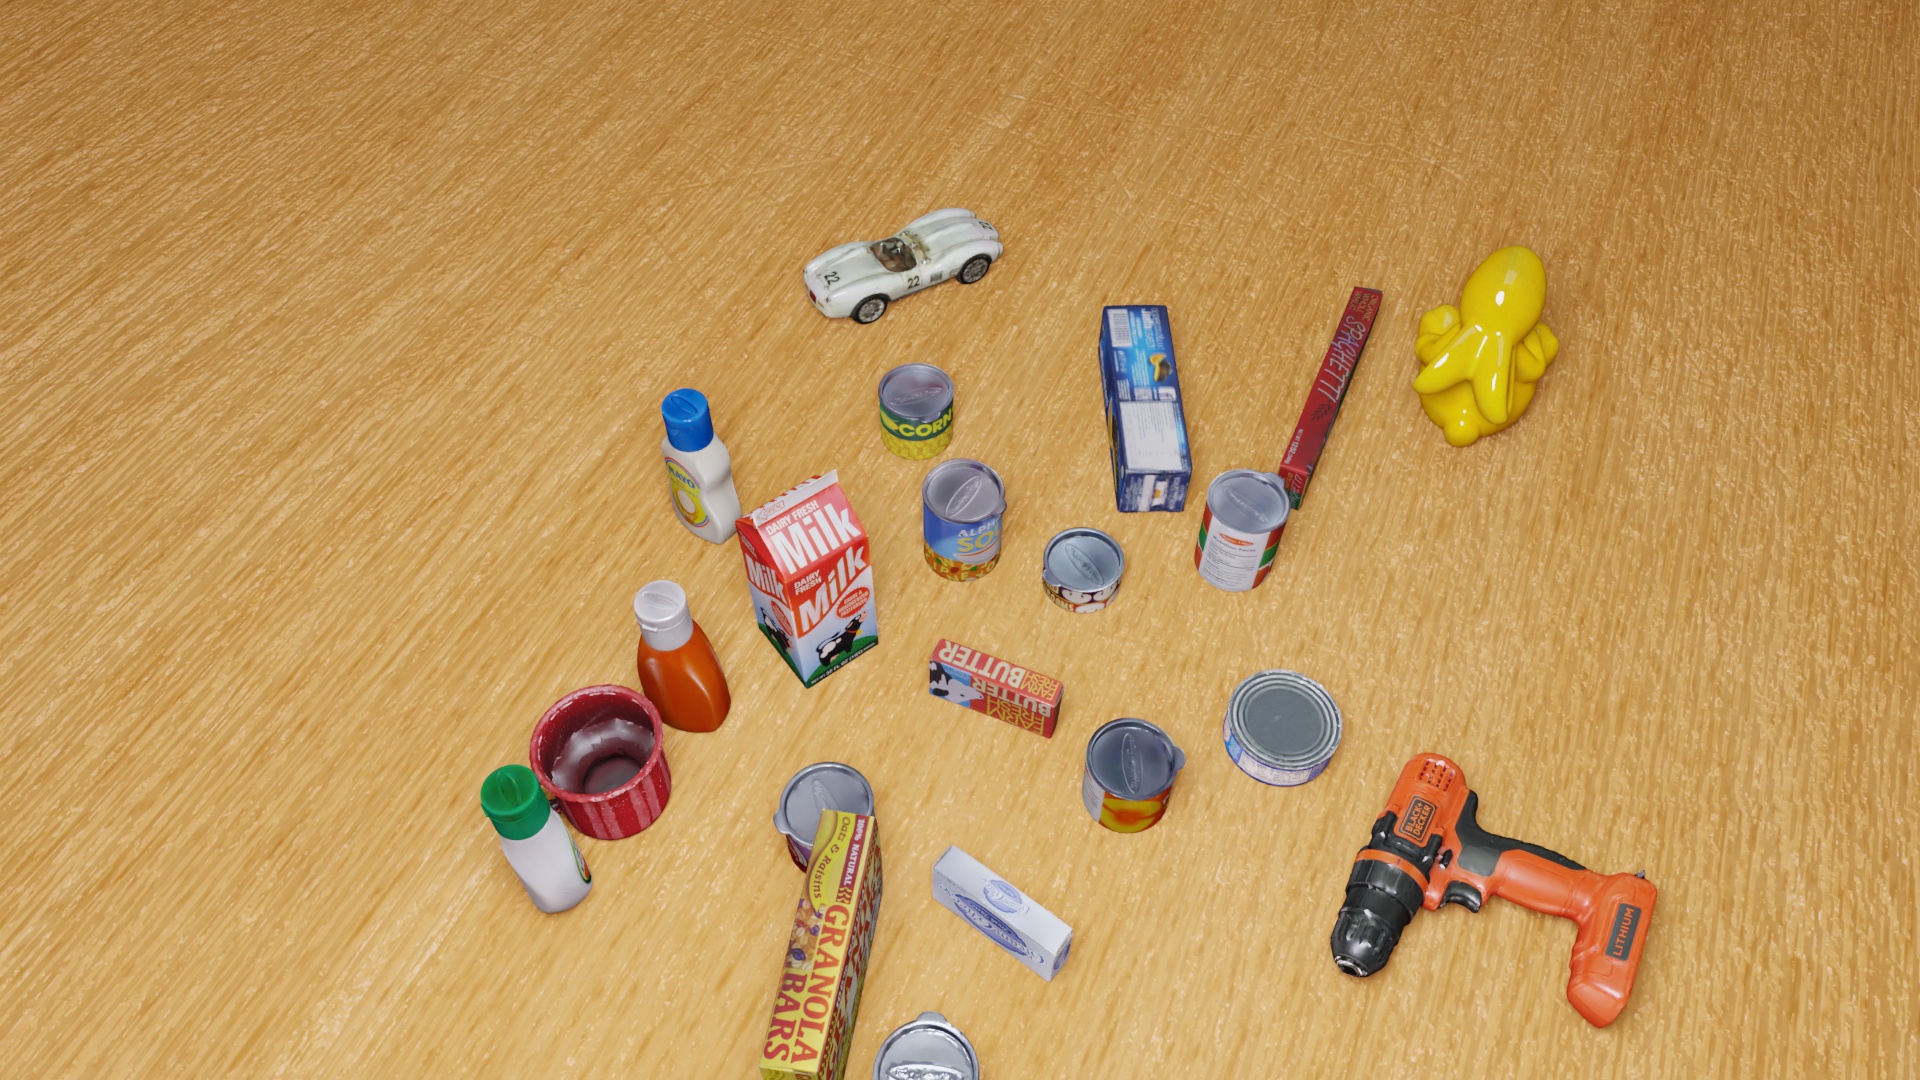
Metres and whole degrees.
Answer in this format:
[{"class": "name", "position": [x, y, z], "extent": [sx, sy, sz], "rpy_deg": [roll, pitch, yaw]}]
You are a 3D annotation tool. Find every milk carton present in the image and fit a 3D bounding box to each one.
[{"class": "milk carton", "position": [-0.115, 0.022, 1.042], "extent": [0.072, 0.189, 0.073], "rpy_deg": [-31, 59, -21]}]

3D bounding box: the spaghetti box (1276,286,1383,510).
[{"class": "spaghetti box", "position": [0.332, -0.134, 1.252], "extent": [0.029, 0.050, 0.251], "rpy_deg": [20, 55, 14]}]

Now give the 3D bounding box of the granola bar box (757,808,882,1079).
[{"class": "granola bar box", "position": [-0.085, 0.275, 0.893], "extent": [0.039, 0.123, 0.166], "rpy_deg": [8, 53, 5]}]

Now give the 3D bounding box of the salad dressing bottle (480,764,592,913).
[{"class": "salad dressing bottle", "position": [-0.285, 0.201, 0.933], "extent": [0.044, 0.146, 0.064], "rpy_deg": [-27, 58, -19]}]

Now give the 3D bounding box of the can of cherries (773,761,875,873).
[{"class": "can of cherries", "position": [-0.096, 0.201, 0.990], "extent": [0.071, 0.058, 0.072], "rpy_deg": [0, 53, 0]}]

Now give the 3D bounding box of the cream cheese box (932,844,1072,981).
[{"class": "cream cheese box", "position": [0.028, 0.256, 0.953], "extent": [0.104, 0.053, 0.024], "rpy_deg": [31, 59, 21]}]

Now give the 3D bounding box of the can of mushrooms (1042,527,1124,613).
[{"class": "can of mushrooms", "position": [0.098, 0.025, 1.140], "extent": [0.071, 0.033, 0.071], "rpy_deg": [0, 53, 0]}]

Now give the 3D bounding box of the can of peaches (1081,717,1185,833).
[{"class": "can of peaches", "position": [0.125, 0.172, 1.014], "extent": [0.071, 0.057, 0.071], "rpy_deg": [0, 53, 0]}]

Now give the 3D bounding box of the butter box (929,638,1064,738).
[{"class": "butter box", "position": [0.027, 0.113, 1.061], "extent": [0.103, 0.052, 0.024], "rpy_deg": [19, 55, 13]}]

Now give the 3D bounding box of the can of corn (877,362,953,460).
[{"class": "can of corn", "position": [-0.038, -0.111, 1.226], "extent": [0.071, 0.058, 0.071], "rpy_deg": [0, 53, 0]}]

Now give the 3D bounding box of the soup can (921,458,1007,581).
[{"class": "soup can", "position": [0.004, -0.014, 1.138], "extent": [0.071, 0.083, 0.072], "rpy_deg": [0, 53, 0]}]

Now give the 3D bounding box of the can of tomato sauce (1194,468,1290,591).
[{"class": "can of tomato sauce", "position": [0.230, -0.009, 1.136], "extent": [0.071, 0.082, 0.071], "rpy_deg": [0, 53, 0]}]

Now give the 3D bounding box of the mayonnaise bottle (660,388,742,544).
[{"class": "mayonnaise bottle", "position": [-0.215, -0.061, 1.131], "extent": [0.065, 0.147, 0.041], "rpy_deg": [34, 60, 22]}]

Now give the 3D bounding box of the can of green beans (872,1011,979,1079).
[{"class": "can of green beans", "position": [-0.021, 0.346, 0.881], "extent": [0.071, 0.057, 0.071], "rpy_deg": [0, 53, 0]}]

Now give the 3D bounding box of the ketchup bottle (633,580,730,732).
[{"class": "ketchup bottle", "position": [-0.209, 0.086, 1.019], "extent": [0.065, 0.148, 0.044], "rpy_deg": [16, 55, 11]}]
